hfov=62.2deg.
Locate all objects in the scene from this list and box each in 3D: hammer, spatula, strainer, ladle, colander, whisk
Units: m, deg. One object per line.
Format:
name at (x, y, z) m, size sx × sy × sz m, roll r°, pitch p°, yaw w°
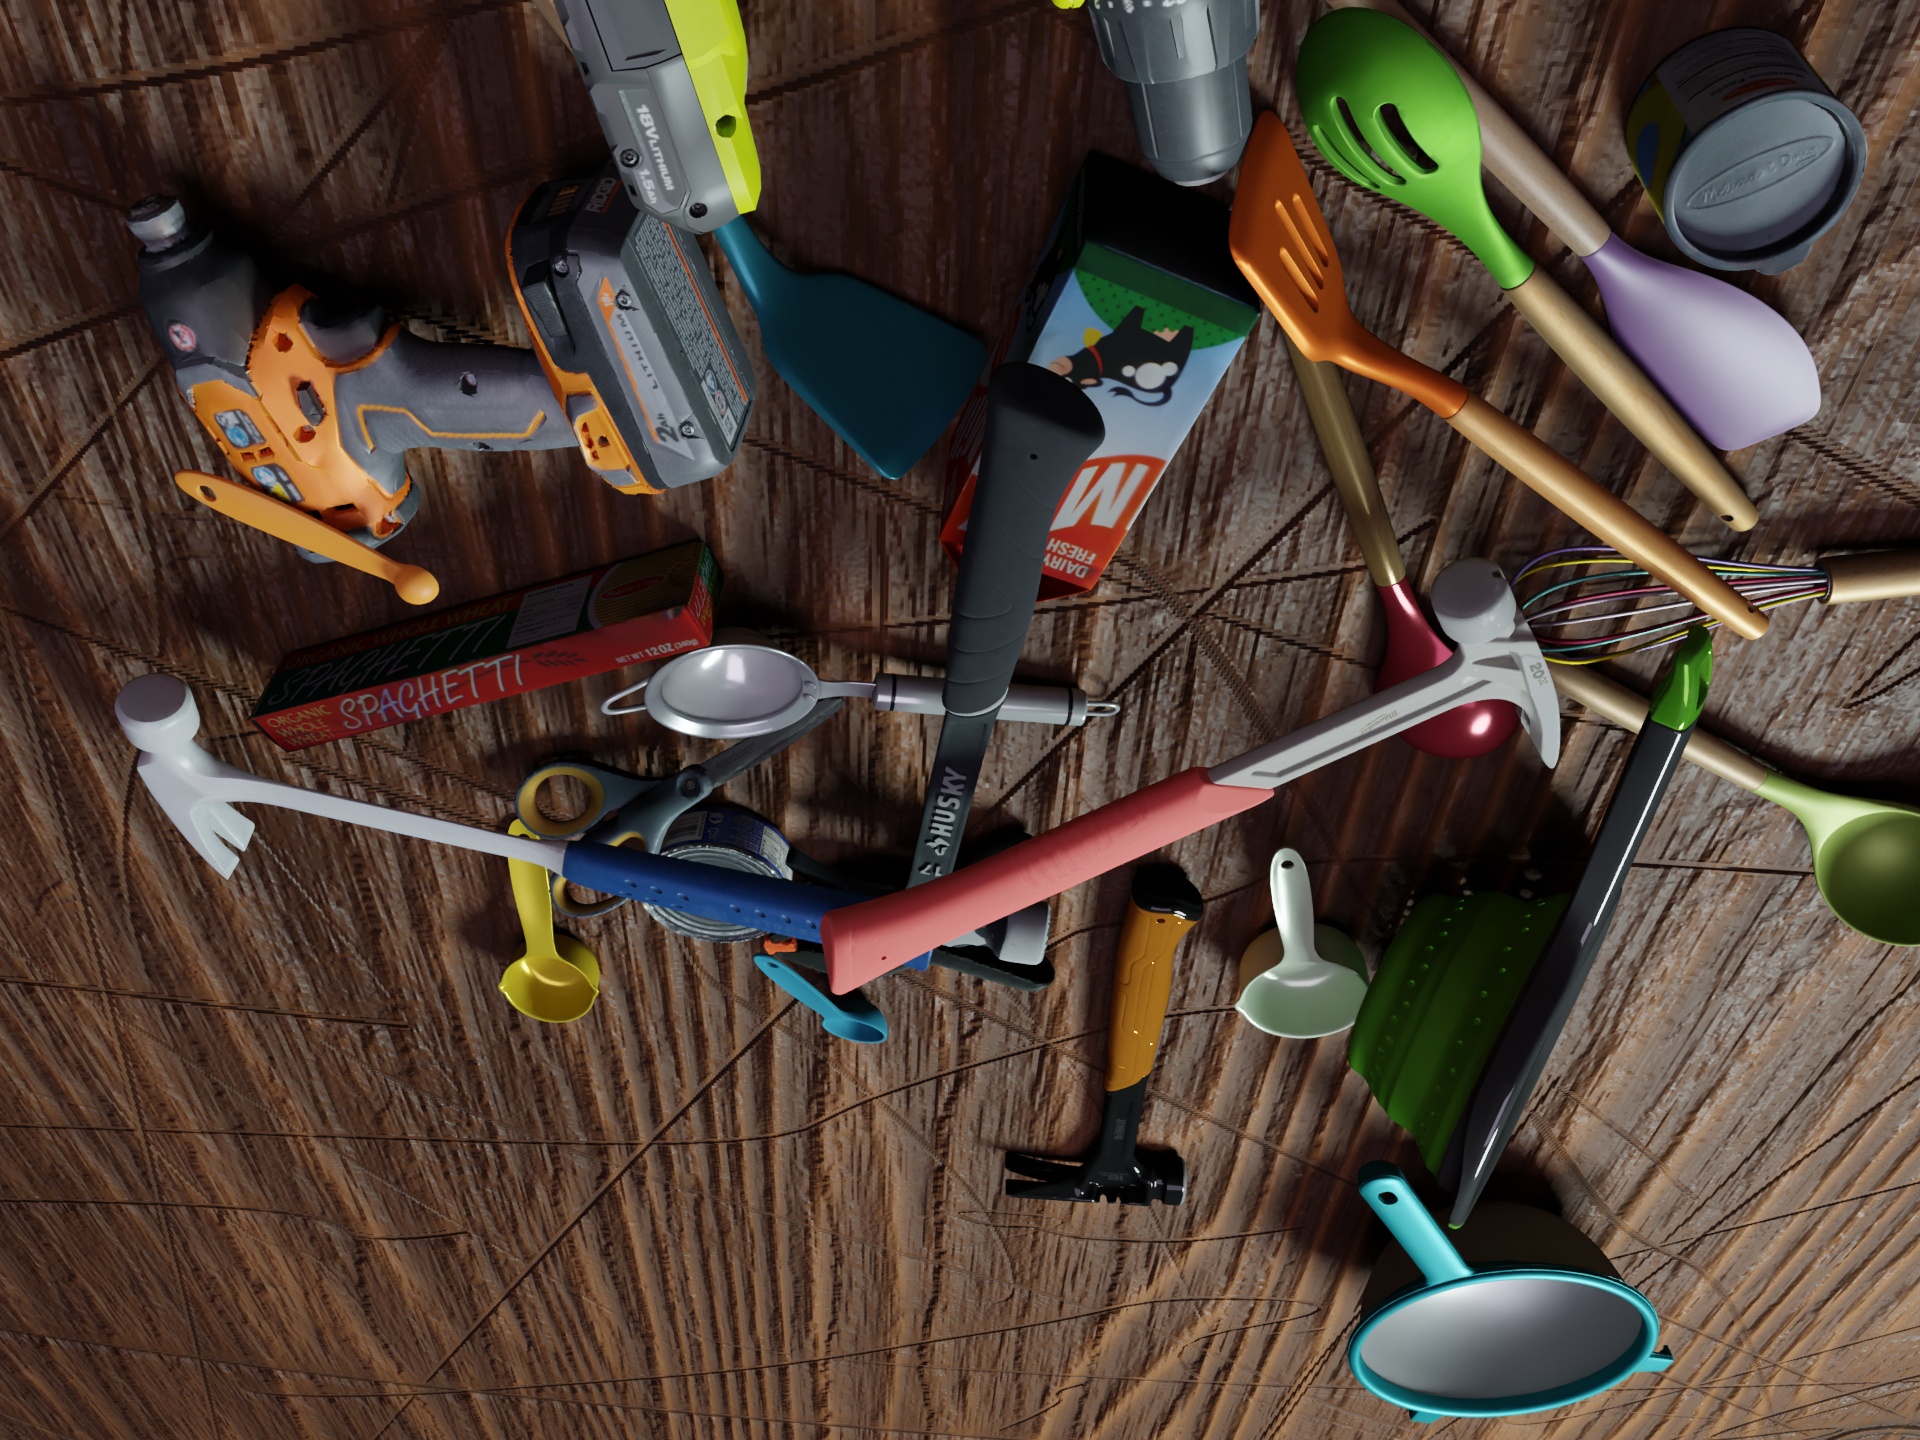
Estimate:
hammer at (0.097, 0.047, 0.740) m, size 0.359 × 0.037 × 0.149 m, roll -26°, pitch 143°, yaw 14°
spatula at (0.229, -0.200, 0.608) m, size 0.315 × 0.018 × 0.060 m, roll 32°, pitch 147°, yaw -24°
spatula at (-0.107, -0.227, 0.589) m, size 0.044 × 0.082 × 0.317 m, roll 0°, pitch 138°, yaw 48°
hammer at (-0.001, -0.002, 0.722) m, size 0.149 × 0.036 × 0.408 m, roll 11°, pitch 144°, yaw -1°
strainer at (-0.046, -0.016, 0.796) m, size 0.258 × 0.050 × 0.086 m, roll 5°, pitch 148°, yaw -8°
ladle at (0.381, 0.027, 0.796) m, size 0.320 × 0.062 × 0.078 m, roll 25°, pitch 135°, yaw -16°
ladle at (0.188, -0.085, 0.718) m, size 0.069 × 0.031 × 0.315 m, roll -2°, pitch 135°, yaw 35°
hammer at (-0.212, 0.071, 0.816) m, size 0.405 × 0.035 × 0.144 m, roll 13°, pitch 144°, yaw -3°
hammer at (0.100, 0.211, 1.010) m, size 0.127 × 0.034 × 0.336 m, roll 3°, pitch 134°, yaw 0°
colander at (0.280, 0.101, 0.823) m, size 0.094 × 0.204 × 0.396 m, roll 26°, pitch 136°, yaw 24°
whisk at (0.369, -0.057, 0.723) m, size 0.245 × 0.047 × 0.051 m, roll -6°, pitch 127°, yaw 5°
spatula at (0.224, -0.119, 0.642) m, size 0.322 × 0.081 × 0.041 m, roll 30°, pitch 148°, yaw -19°
strainer at (0.344, 0.366, 1.103) m, size 0.211 × 0.095 × 0.340 m, roll -24°, pitch 126°, yaw 21°

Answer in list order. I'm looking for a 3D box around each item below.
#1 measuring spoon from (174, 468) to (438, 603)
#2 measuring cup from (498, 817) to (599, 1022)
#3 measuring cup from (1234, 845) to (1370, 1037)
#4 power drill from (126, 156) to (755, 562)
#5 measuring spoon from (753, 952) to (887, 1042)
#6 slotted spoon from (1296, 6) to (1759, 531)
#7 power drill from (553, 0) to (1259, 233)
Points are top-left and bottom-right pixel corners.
measuring spoon at (-0.280, -0.077, 0.681) m, size 0.117 × 0.011 × 0.021 m, roll 25°, pitch 137°, yaw -10°
measuring cup at (-0.251, 0.116, 0.956) m, size 0.062 × 0.029 × 0.156 m, roll 2°, pitch 123°, yaw 2°
measuring cup at (0.192, 0.119, 0.911) m, size 0.083 × 0.038 × 0.167 m, roll -7°, pitch 131°, yaw 11°
power drill at (-0.217, -0.154, 0.647) m, size 0.226 × 0.084 × 0.164 m, roll -7°, pitch 134°, yaw 17°
measuring spoon at (-0.086, 0.164, 0.975) m, size 0.042 × 0.021 × 0.128 m, roll -6°, pitch 144°, yaw 31°
slotted spoon at (0.238, -0.162, 0.634) m, size 0.313 × 0.031 × 0.070 m, roll 33°, pitch 166°, yaw -30°
power drill at (-0.011, -0.245, 0.520) m, size 0.228 × 0.080 × 0.190 m, roll -17°, pitch 130°, yaw 0°
